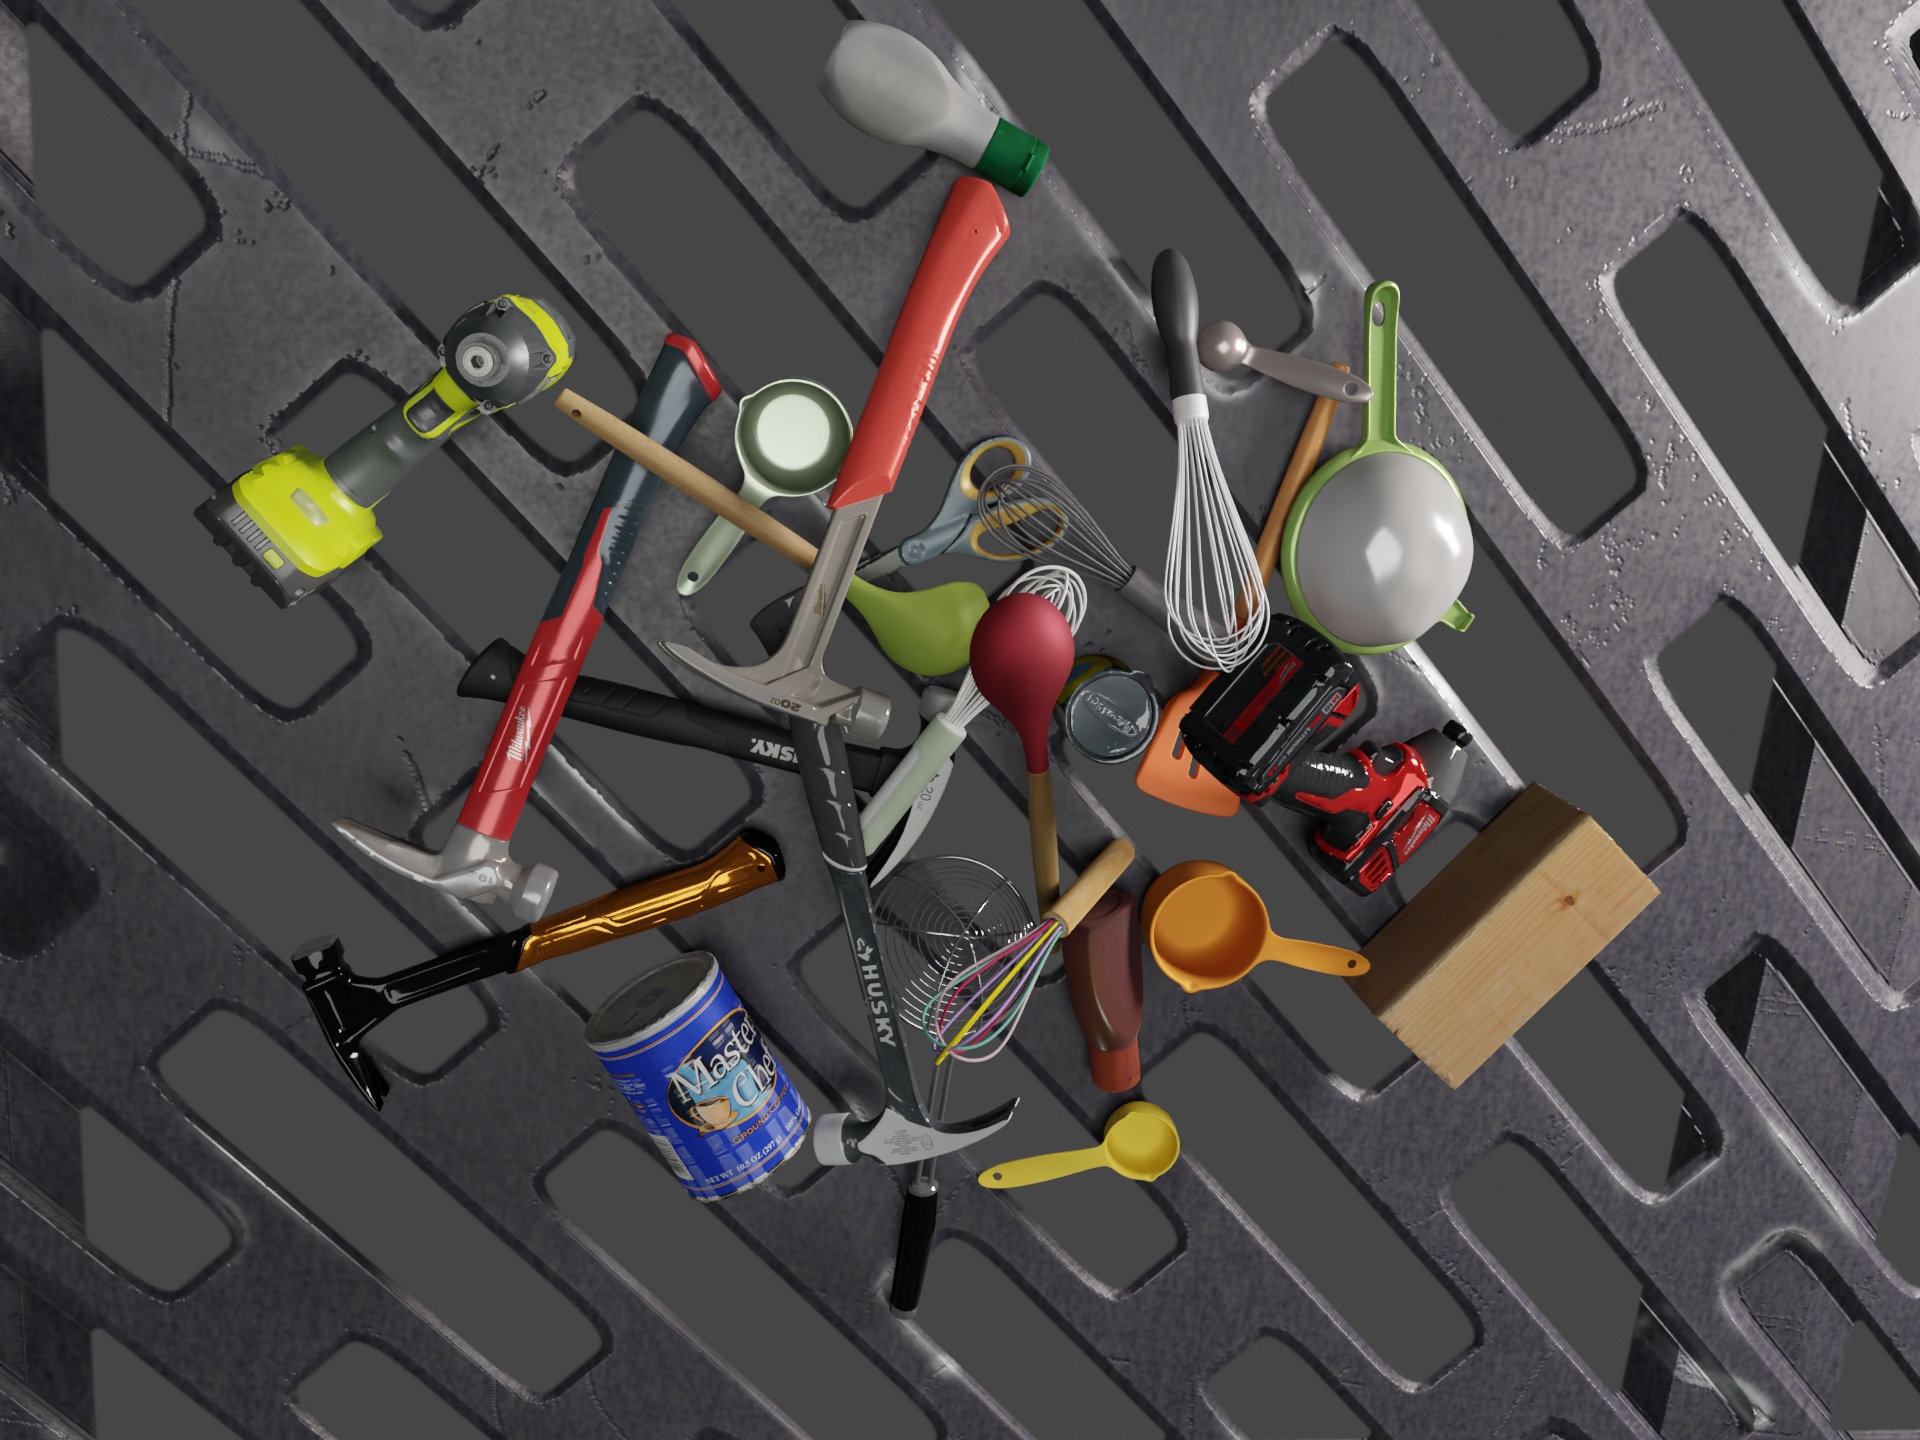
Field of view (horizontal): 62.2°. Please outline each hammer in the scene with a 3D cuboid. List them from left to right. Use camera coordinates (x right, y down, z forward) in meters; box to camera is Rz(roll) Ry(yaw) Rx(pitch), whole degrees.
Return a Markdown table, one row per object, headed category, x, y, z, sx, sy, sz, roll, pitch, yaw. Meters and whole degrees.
| category | x | y | z | sx | sy | sz | roll | pitch | yaw |
| --- | --- | --- | --- | --- | --- | --- | --- | --- | --- |
| hammer | -0.264 | -0.072 | 1.023 | 0.143 | 0.038 | 0.386 | 23 | 92 | -8 |
| hammer | -0.281 | 0.158 | 1.109 | 0.337 | 0.034 | 0.127 | -20 | 105 | -2 |
| hammer | -0.172 | 0.012 | 1.086 | 0.334 | 0.035 | 0.146 | 14 | 101 | -11 |
| hammer | -0.068 | 0.111 | 1.060 | 0.149 | 0.036 | 0.408 | -8 | 104 | 18 |
| hammer | -0.059 | -0.176 | 0.996 | 0.149 | 0.037 | 0.359 | 22 | 84 | -20 |

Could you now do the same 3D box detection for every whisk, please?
| category | x | y | z | sx | sy | sz | roll | pitch | yaw |
| --- | --- | --- | --- | --- | --- | --- | --- | --- | --- |
| whisk | -0.002 | -0.003 | 1.056 | 0.059 | 0.058 | 0.246 | 30 | 107 | -30 |
| whisk | 0.051 | 0.152 | 1.077 | 0.051 | 0.245 | 0.047 | 17 | 128 | 29 |
| whisk | 0.111 | -0.091 | 1.067 | 0.239 | 0.055 | 0.055 | 34 | 98 | -13 |
| whisk | 0.154 | -0.171 | 1.038 | 0.070 | 0.070 | 0.285 | -7 | 85 | -6 |

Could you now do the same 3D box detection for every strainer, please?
| category | x | y | z | sx | sy | sz | roll | pitch | yaw |
| --- | --- | --- | --- | --- | --- | --- | --- | --- | --- |
| strainer | 0.297 | -0.164 | 1.072 | 0.151 | 0.069 | 0.256 | -9 | 106 | -18 |

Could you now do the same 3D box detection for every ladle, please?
| category | x | y | z | sx | sy | sz | roll | pitch | yaw |
| --- | --- | --- | --- | --- | --- | --- | --- | --- | --- |
| ladle | -0.115 | -0.124 | 1.026 | 0.320 | 0.062 | 0.078 | 32 | 124 | -20 |
| ladle | 0.052 | 0.050 | 1.070 | 0.069 | 0.031 | 0.315 | -16 | 131 | -10 |

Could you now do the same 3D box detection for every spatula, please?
| category | x | y | z | sx | sy | sz | roll | pitch | yaw |
| --- | --- | --- | --- | --- | --- | --- | --- | --- | --- |
| spatula | 0.208 | -0.092 | 1.108 | 0.081 | 0.041 | 0.322 | 18 | 100 | -11 |

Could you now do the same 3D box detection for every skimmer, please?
| category | x | y | z | sx | sy | sz | roll | pitch | yaw |
| --- | --- | --- | --- | --- | --- | --- | --- | --- | --- |
| skimmer | -0.024 | 0.277 | 1.179 | 0.127 | 0.090 | 0.363 | 3 | 114 | -13 |

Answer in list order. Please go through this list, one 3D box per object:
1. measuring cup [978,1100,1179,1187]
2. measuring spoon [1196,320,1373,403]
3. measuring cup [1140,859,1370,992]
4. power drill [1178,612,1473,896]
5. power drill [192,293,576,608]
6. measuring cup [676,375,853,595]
| category | x | y | z | sx | sy | sz | roll | pitch | yaw |
| --- | --- | --- | --- | --- | --- | --- | --- | --- | --- |
| measuring cup | 0.089 | 0.329 | 1.214 | 0.156 | 0.029 | 0.062 | -14 | 106 | 8 |
| measuring spoon | 0.214 | -0.236 | 1.056 | 0.124 | 0.018 | 0.034 | 22 | 99 | 14 |
| measuring cup | 0.214 | 0.155 | 1.168 | 0.173 | 0.052 | 0.095 | 14 | 102 | -13 |
| power drill | 0.264 | 0.025 | 1.099 | 0.219 | 0.079 | 0.143 | 34 | 100 | -39 |
| power drill | -0.335 | -0.169 | 0.948 | 0.223 | 0.171 | 0.080 | -37 | 106 | 6 |
| measuring cup | -0.136 | -0.153 | 1.050 | 0.083 | 0.038 | 0.167 | 35 | 104 | -16 |
